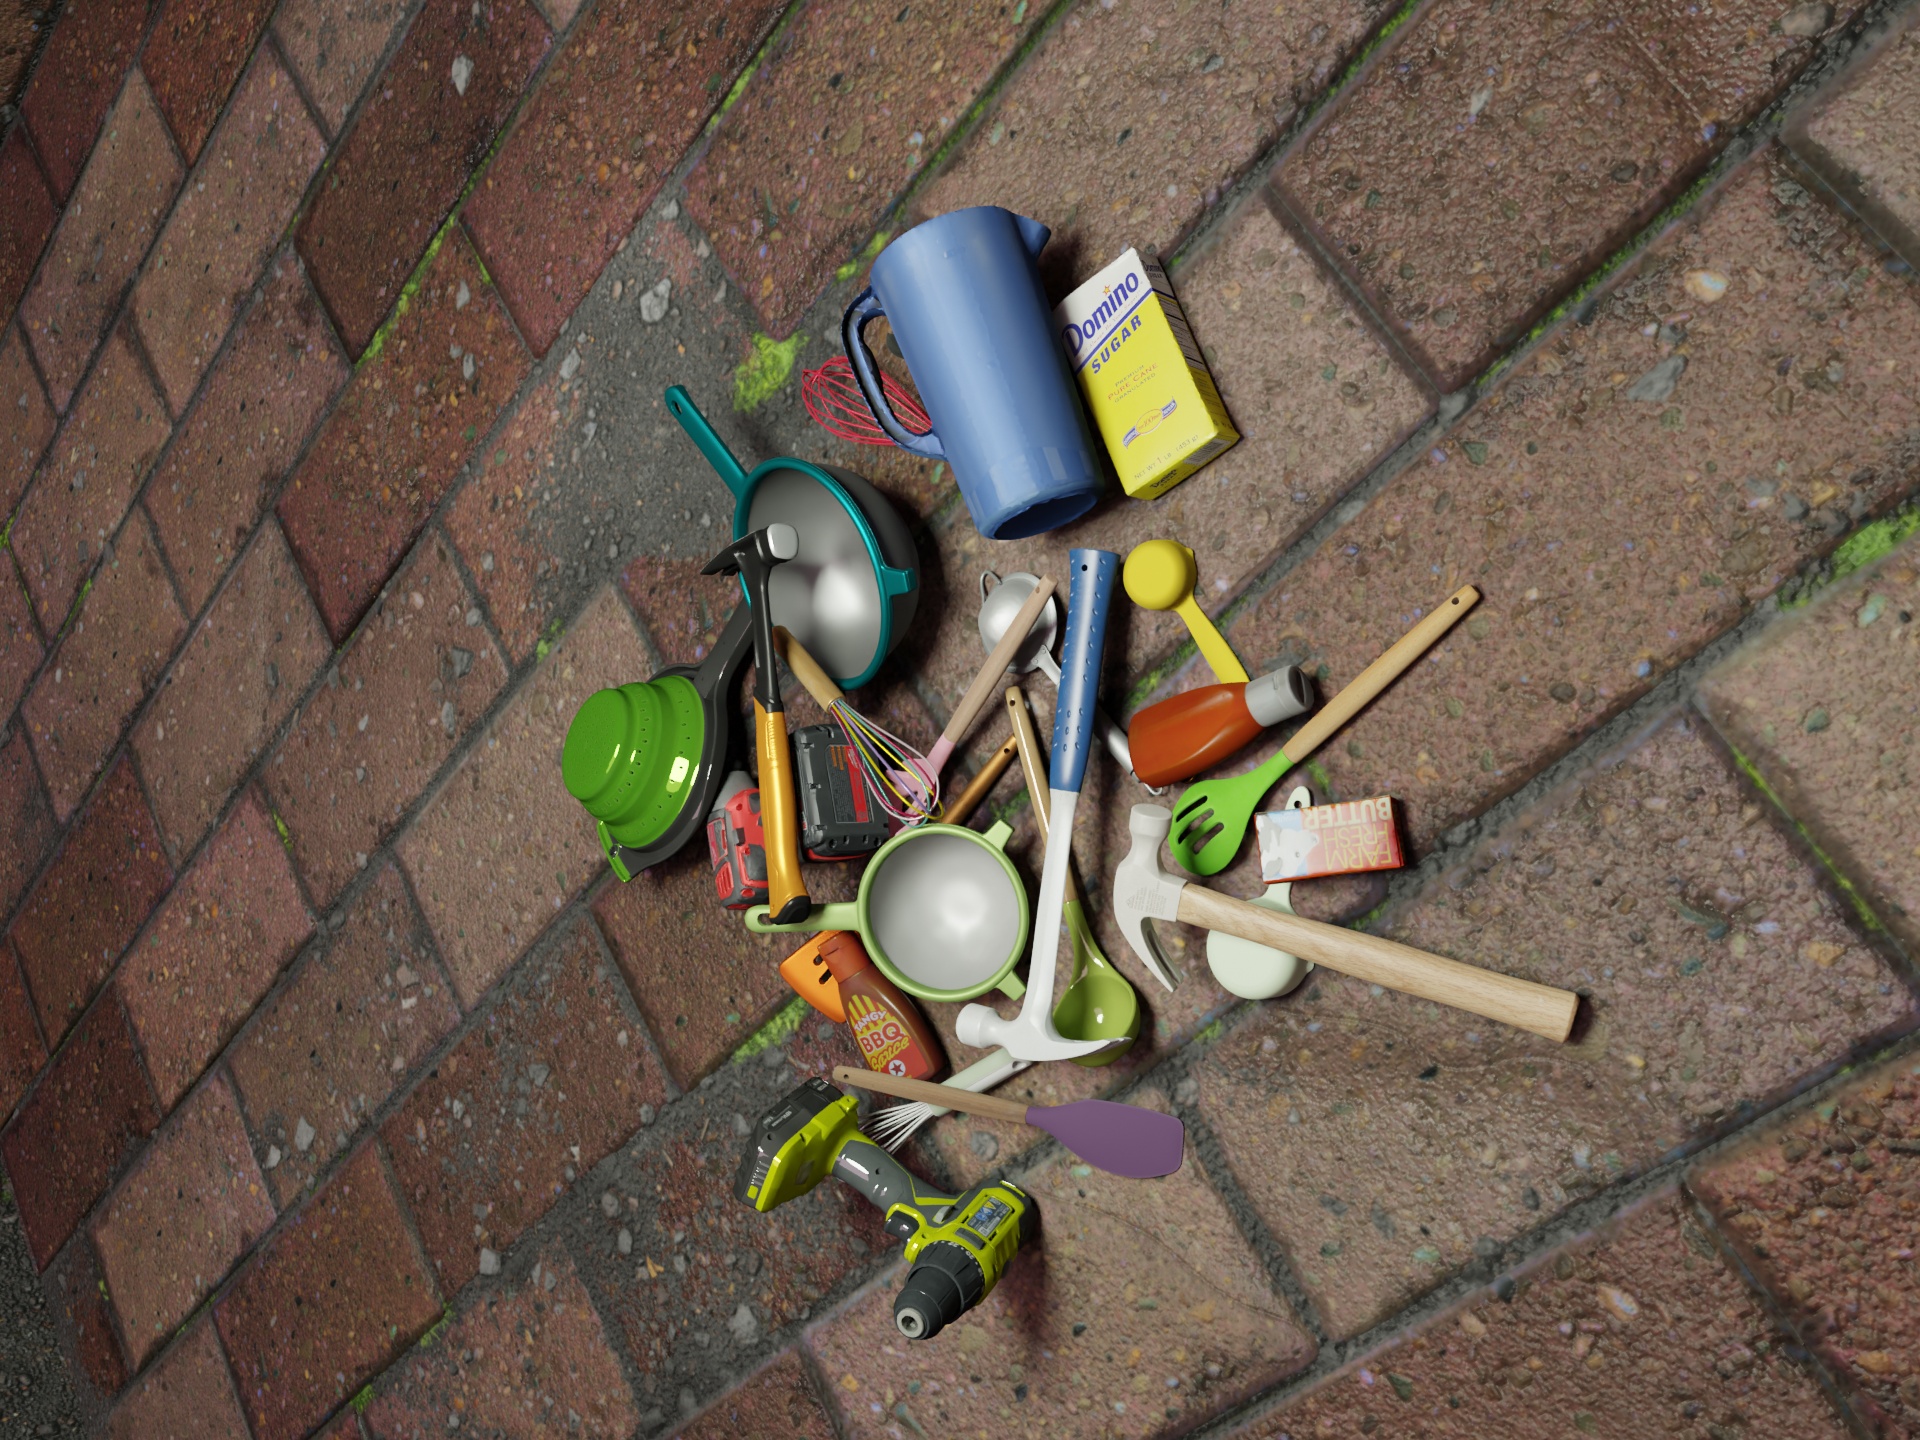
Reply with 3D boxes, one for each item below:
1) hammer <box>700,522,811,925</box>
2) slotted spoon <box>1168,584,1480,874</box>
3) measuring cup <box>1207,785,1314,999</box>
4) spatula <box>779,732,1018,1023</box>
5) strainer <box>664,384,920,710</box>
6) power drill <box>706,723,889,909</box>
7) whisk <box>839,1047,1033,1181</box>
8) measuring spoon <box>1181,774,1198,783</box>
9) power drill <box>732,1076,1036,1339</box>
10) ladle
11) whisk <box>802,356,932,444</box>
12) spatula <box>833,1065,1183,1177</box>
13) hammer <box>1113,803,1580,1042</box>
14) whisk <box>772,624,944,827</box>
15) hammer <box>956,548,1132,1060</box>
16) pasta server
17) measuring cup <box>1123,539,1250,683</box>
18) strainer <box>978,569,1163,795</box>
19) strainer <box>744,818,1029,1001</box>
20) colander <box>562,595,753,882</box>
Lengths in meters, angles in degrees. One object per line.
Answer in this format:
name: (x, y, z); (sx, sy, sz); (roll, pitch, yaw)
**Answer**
hammer: (-0.167, 0.008, 1.369); (0.127, 0.034, 0.337); (-18, 76, 53)
slotted spoon: (0.262, 0.008, 1.184); (0.313, 0.031, 0.070); (-46, 54, 26)
measuring cup: (0.232, 0.131, 1.198); (0.083, 0.038, 0.167); (19, 102, 35)
spatula: (-0.044, 0.134, 1.406); (0.081, 0.041, 0.322); (40, 113, 5)
strainer: (-0.140, -0.186, 1.423); (0.341, 0.095, 0.211); (52, 141, 18)
power drill: (-0.162, 0.083, 1.454); (0.219, 0.078, 0.143); (-28, 67, 48)
whisk: (-0.028, 0.339, 1.393); (0.246, 0.057, 0.059); (-36, 39, 27)
measuring spoon: (0.214, 0.014, 1.230); (0.117, 0.011, 0.021); (-39, 44, 28)
power drill: (-0.068, 0.400, 1.300); (0.228, 0.190, 0.080); (27, 110, 18)
ladle: (0.078, 0.123, 1.302); (0.078, 0.062, 0.320); (-21, 77, 25)
whisk: (-0.028, -0.249, 1.383); (0.296, 0.073, 0.073); (30, 108, 28)
spatula: (0.033, 0.327, 1.329); (0.316, 0.018, 0.060); (7, 96, 25)
hammer: (0.266, 0.164, 1.135); (0.331, 0.031, 0.130); (16, 108, 23)
whisk: (-0.092, 0.003, 1.364); (0.245, 0.047, 0.051); (48, 141, 28)
hammer: (0.087, 0.067, 1.256); (0.144, 0.035, 0.405); (6, 87, 35)
pasta server: (-0.002, -0.004, 1.343); (0.316, 0.040, 0.060); (-57, 49, 36)
measuring cup: (0.180, -0.076, 1.243); (0.062, 0.029, 0.157); (-43, 67, 29)
strainer: (0.083, -0.034, 1.312); (0.259, 0.050, 0.086); (50, 123, 22)
strainer: (-0.057, 0.163, 1.371); (0.256, 0.069, 0.151); (-4, 93, 18)
colander: (-0.278, -0.033, 1.523); (0.397, 0.094, 0.205); (-57, 41, 15)
